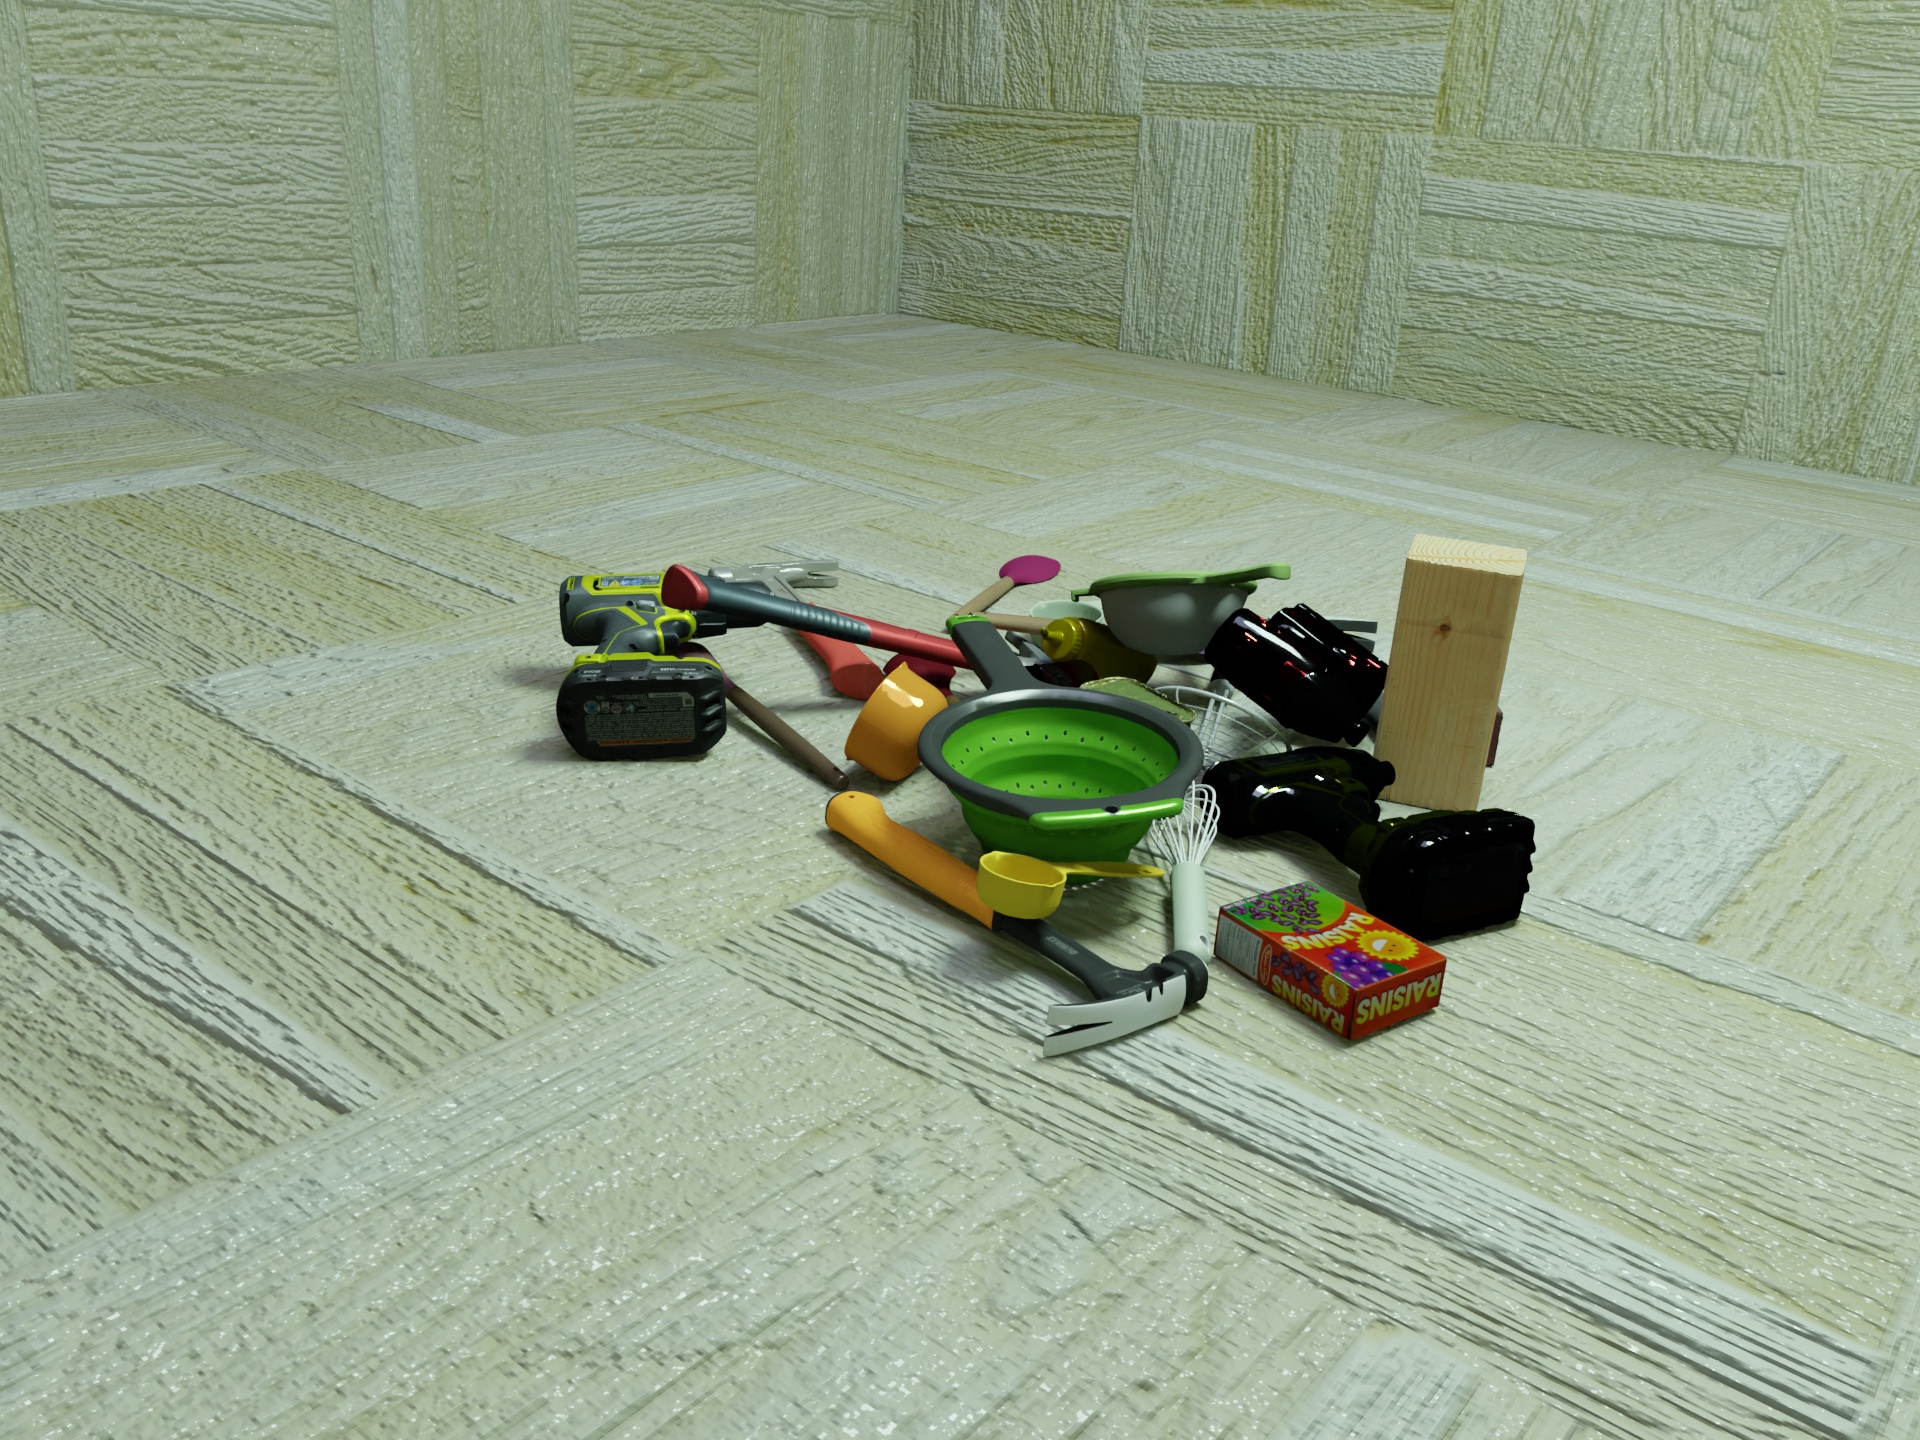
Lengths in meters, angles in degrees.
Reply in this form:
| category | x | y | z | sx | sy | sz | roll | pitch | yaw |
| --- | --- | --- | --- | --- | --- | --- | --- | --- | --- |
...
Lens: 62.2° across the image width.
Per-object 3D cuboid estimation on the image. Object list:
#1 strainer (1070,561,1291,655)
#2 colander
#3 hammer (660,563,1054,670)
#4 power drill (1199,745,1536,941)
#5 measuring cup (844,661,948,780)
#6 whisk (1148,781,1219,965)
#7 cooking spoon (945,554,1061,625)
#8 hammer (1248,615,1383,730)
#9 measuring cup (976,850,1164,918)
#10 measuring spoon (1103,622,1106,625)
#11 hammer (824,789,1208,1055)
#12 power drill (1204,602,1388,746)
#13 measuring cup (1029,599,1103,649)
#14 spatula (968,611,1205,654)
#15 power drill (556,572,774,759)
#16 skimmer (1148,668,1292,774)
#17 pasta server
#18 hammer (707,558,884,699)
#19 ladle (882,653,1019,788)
| category | x | y | z | sx | sy | sz | roll | pitch | yaw |
| --- | --- | --- | --- | --- | --- | --- | --- | --- | --- |
| strainer | 0.212 | -0.094 | 1.392 | 0.151 | 0.069 | 0.256 | 1 | -1 | -21 |
| colander | 0.050 | 0.023 | 1.227 | 0.204 | 0.094 | 0.397 | -5 | 25 | -14 |
| hammer | -0.084 | -0.083 | 1.426 | 0.386 | 0.038 | 0.143 | 13 | 17 | -28 |
| power drill | 0.310 | 0.077 | 1.188 | 0.171 | 0.080 | 0.223 | -7 | 21 | -26 |
| measuring cup | -0.037 | 0.003 | 1.327 | 0.052 | 0.095 | 0.173 | 33 | 12 | 12 |
| whisk | 0.161 | 0.107 | 1.134 | 0.059 | 0.057 | 0.246 | -29 | 18 | 18 |
| cooking spoon | 0.045 | -0.149 | 1.791 | 0.069 | 0.017 | 0.319 | 10 | 22 | 18 |
| hammer | 0.383 | -0.037 | 1.540 | 0.146 | 0.035 | 0.335 | 0 | 22 | -8 |
| measuring cup | 0.076 | 0.110 | 1.054 | 0.156 | 0.029 | 0.062 | 4 | 15 | -38 |
| measuring spoon | 0.120 | -0.109 | 1.717 | 0.021 | 0.011 | 0.117 | -22 | 27 | -25 |
| hammer | 0.005 | 0.122 | 1.078 | 0.127 | 0.034 | 0.337 | -12 | 26 | -36 |
| power drill | 0.293 | -0.036 | 1.342 | 0.143 | 0.078 | 0.219 | 39 | 17 | 14 |
| measuring cup | 0.143 | -0.104 | 1.658 | 0.167 | 0.038 | 0.083 | -16 | 29 | -37 |
| spatula | 0.146 | -0.085 | 1.579 | 0.315 | 0.018 | 0.060 | 5 | 18 | -29 |
| power drill | -0.256 | -0.061 | 1.380 | 0.190 | 0.080 | 0.229 | -2 | 32 | -6 |
| skimmer | 0.242 | -0.035 | 1.432 | 0.127 | 0.090 | 0.363 | 22 | 23 | 6 |
| pasta server | -0.184 | -0.006 | 1.385 | 0.060 | 0.040 | 0.316 | -12 | 30 | -34 |
| hammer | -0.142 | -0.100 | 1.612 | 0.149 | 0.036 | 0.359 | -5 | 23 | -22 |
| ladle | -0.002 | -0.005 | 1.410 | 0.069 | 0.031 | 0.316 | -3 | 24 | -18 |
